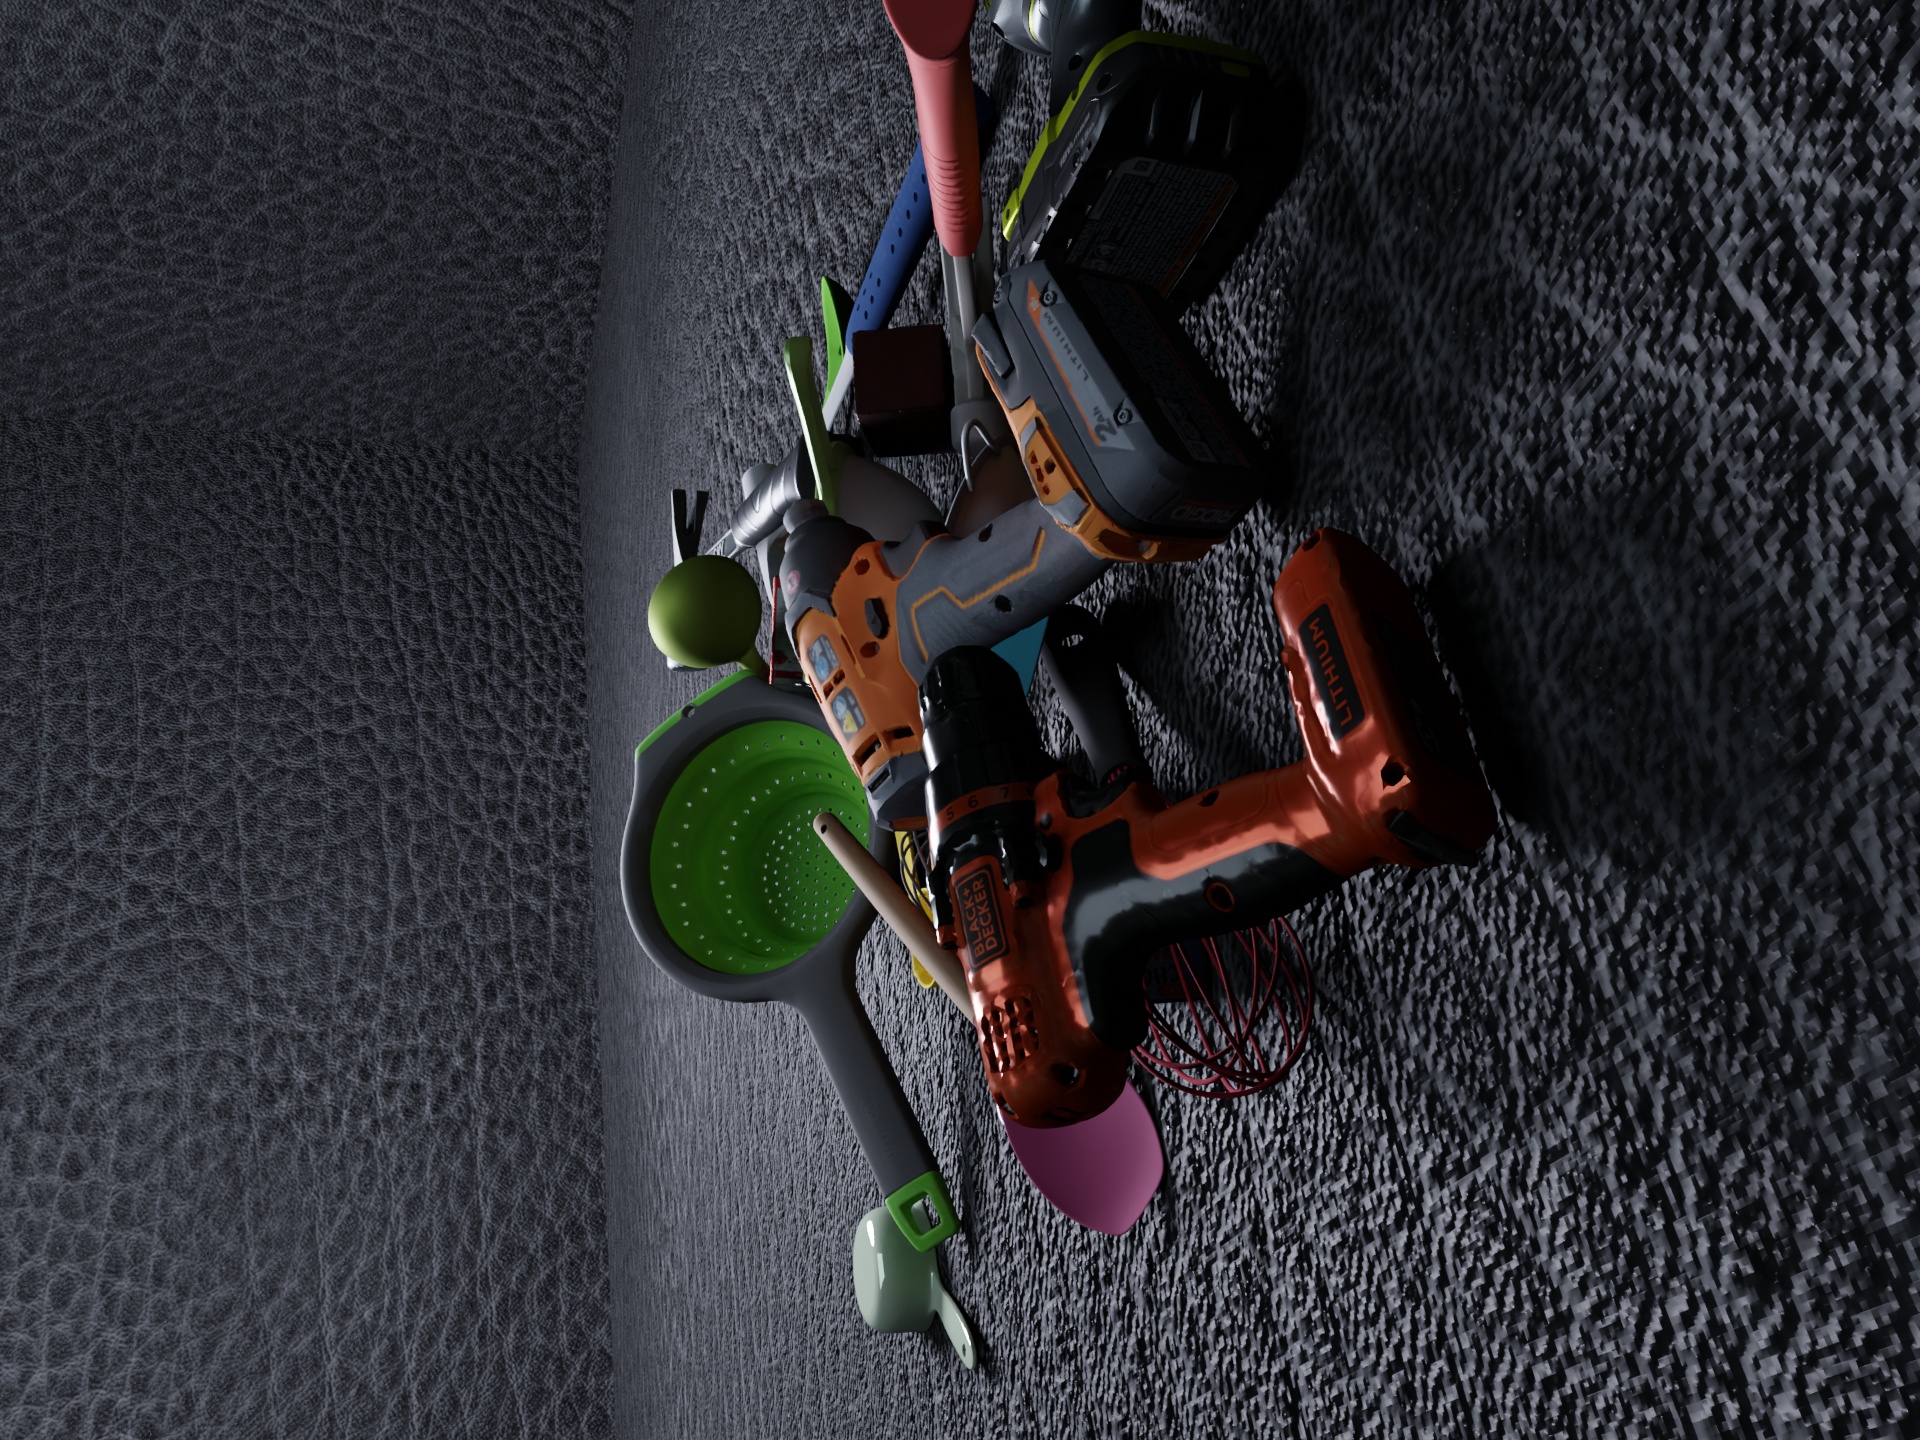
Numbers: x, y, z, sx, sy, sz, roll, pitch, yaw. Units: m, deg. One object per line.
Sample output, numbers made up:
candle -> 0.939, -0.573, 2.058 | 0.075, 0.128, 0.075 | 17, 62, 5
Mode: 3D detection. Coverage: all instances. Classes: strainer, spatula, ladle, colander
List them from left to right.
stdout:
ladle -> -0.157, -0.044, 1.169 | 0.078, 0.062, 0.320 | -48, -11, -6
colander -> -0.083, 0.154, 1.031 | 0.397, 0.204, 0.094 | 61, -167, 27
strainer -> -0.044, -0.119, 0.889 | 0.256, 0.069, 0.152 | 79, -170, -57
spatula -> -0.001, -0.003, 0.858 | 0.317, 0.044, 0.082 | 112, 172, -71
strainer -> 0.008, -0.064, 0.836 | 0.087, 0.050, 0.258 | -57, -9, -28

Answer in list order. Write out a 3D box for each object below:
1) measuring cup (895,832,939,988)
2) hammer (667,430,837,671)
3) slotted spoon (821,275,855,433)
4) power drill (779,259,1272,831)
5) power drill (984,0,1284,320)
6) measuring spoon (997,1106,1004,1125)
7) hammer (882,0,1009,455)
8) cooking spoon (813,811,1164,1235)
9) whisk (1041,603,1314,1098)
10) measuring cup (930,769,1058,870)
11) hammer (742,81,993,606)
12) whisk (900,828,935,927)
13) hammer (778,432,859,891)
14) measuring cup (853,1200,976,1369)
measuring cup -> -0.017, 0.091, 0.943 | 0.157, 0.029, 0.062 | -106, 25, -47
hammer -> -0.158, -0.138, 1.146 | 0.409, 0.036, 0.149 | 161, 108, -67
slotted spoon -> -0.109, -0.189, 1.240 | 0.070, 0.031, 0.313 | -115, 30, -53
power drill -> 0.005, -0.079, 0.661 | 0.226, 0.084, 0.164 | -46, 61, 37
power drill -> 0.068, -0.296, 0.644 | 0.190, 0.080, 0.229 | 128, 143, -62
measuring spoon -> 0.024, 0.158, 0.839 | 0.124, 0.018, 0.034 | -99, 15, -47
hammer -> -0.002, -0.245, 0.717 | 0.359, 0.036, 0.149 | 70, -165, -81
cooking spoon -> 0.001, 0.130, 0.785 | 0.319, 0.017, 0.068 | 43, 109, 47
whisk -> 0.072, 0.037, 0.637 | 0.296, 0.073, 0.073 | -105, 24, -53
measuring cup -> 0.032, 0.085, 0.758 | 0.174, 0.052, 0.095 | -111, 29, -45
hammer -> -0.069, -0.234, 1.048 | 0.405, 0.035, 0.144 | 123, 142, -48
whisk -> 0.018, 0.130, 0.812 | 0.239, 0.055, 0.055 | -114, 31, -44
hammer -> -0.101, -0.045, 1.192 | 0.127, 0.034, 0.337 | -172, 84, -70
measuring cup -> -0.030, 0.341, 0.936 | 0.168, 0.038, 0.083 | -166, 78, -73
